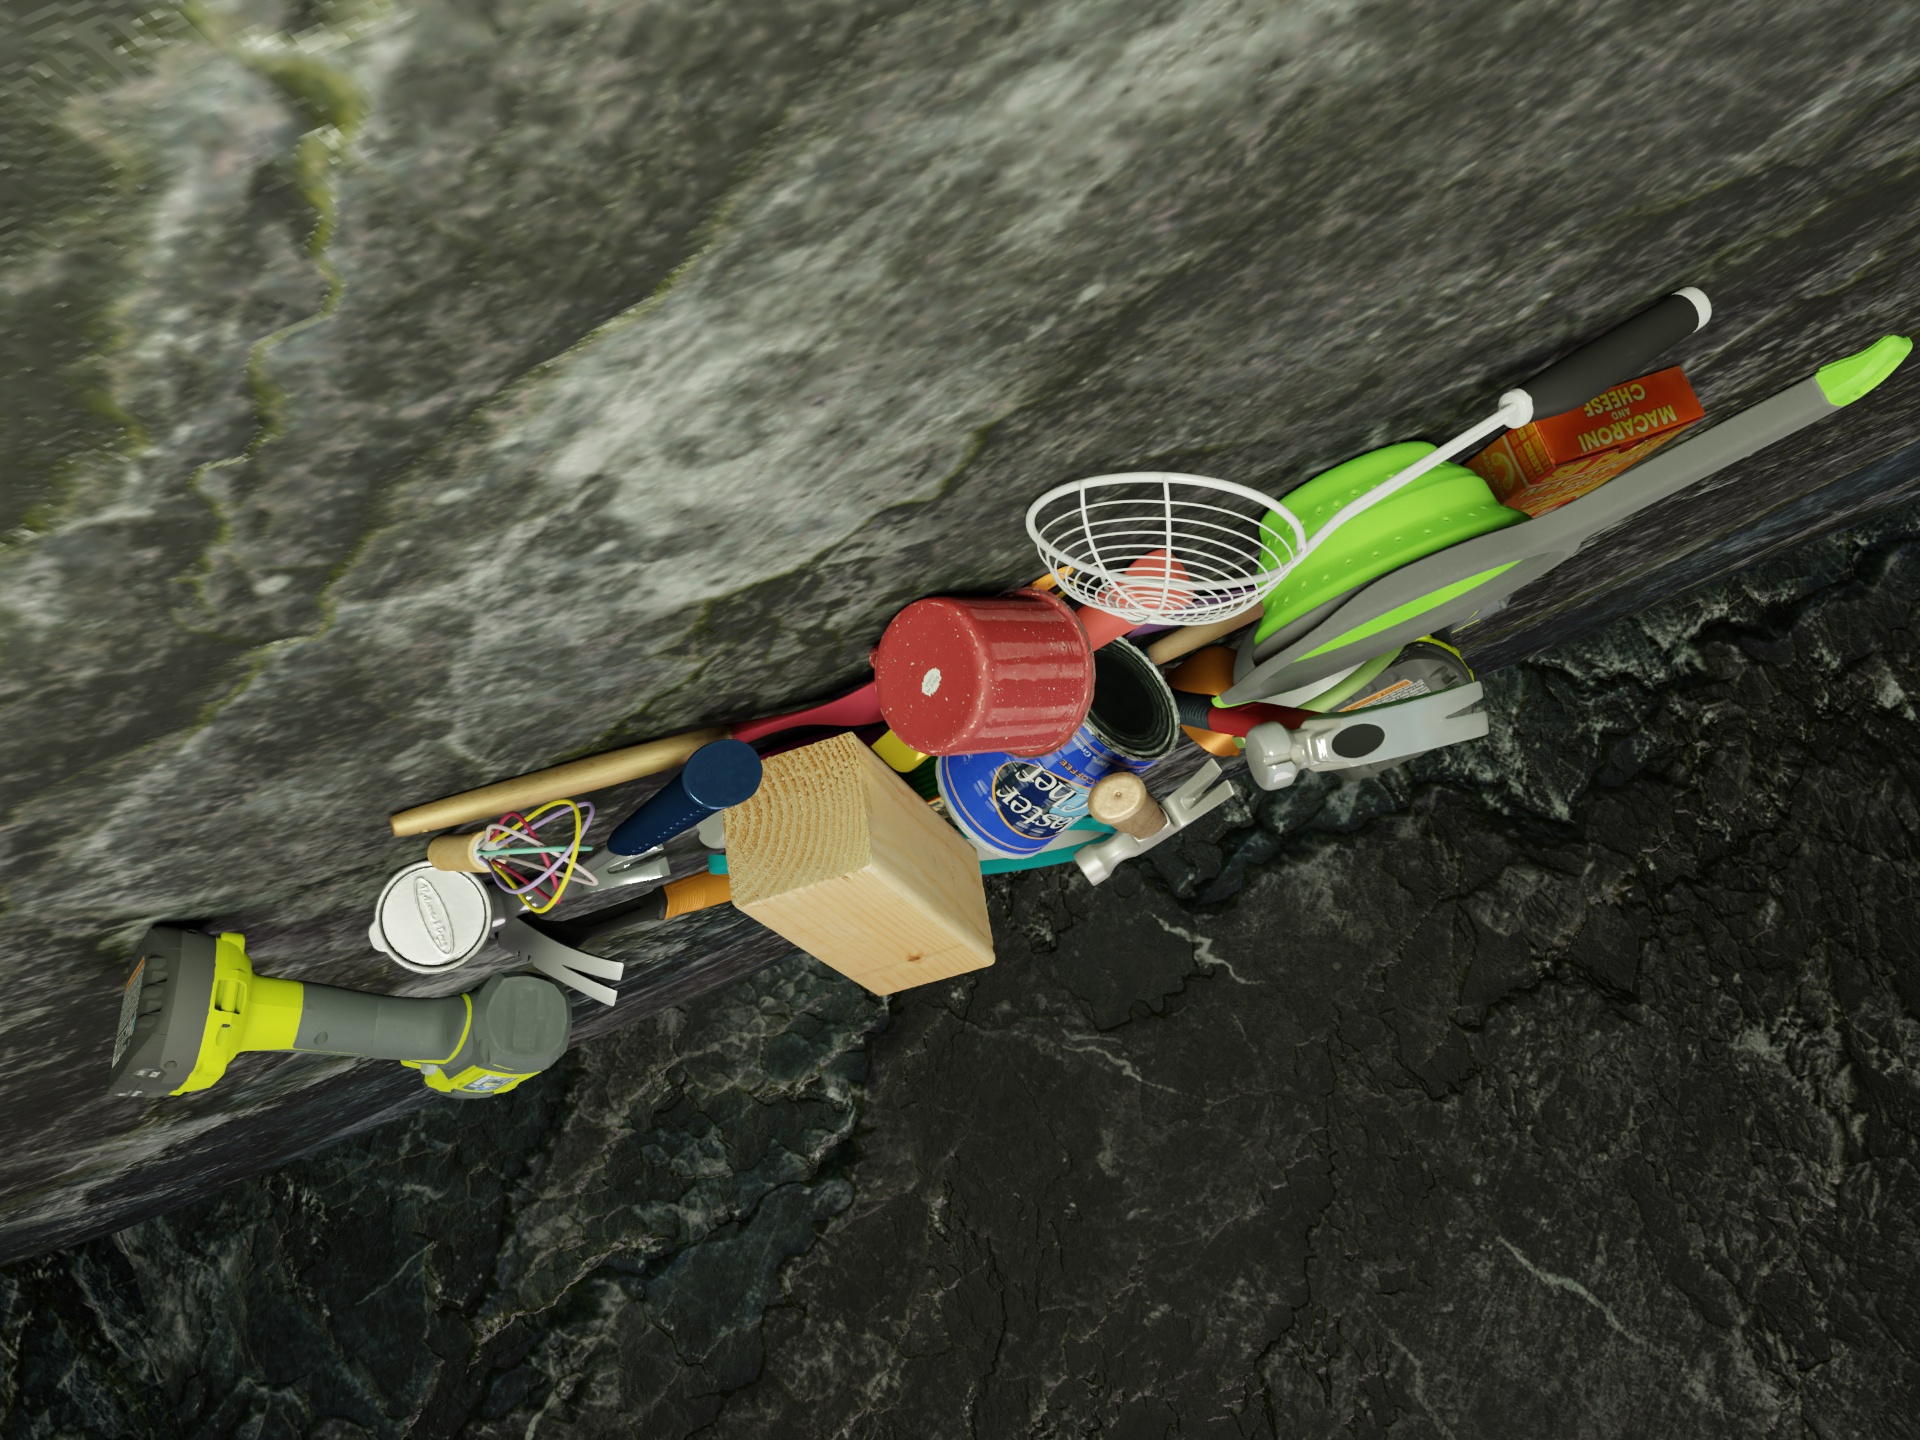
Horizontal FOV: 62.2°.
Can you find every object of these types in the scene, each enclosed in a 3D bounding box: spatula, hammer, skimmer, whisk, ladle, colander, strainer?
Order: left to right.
[{"bbox_3d":[-0.235,0.069,0.802,0.051,0.047,0.245,-15,-177,-31],"label":"whisk"},{"bbox_3d":[-0.199,0.072,0.961,0.144,0.035,0.405,-17,174,-29],"label":"hammer"},{"bbox_3d":[-0.152,0.014,0.874,0.315,0.031,0.069,-16,171,-23],"label":"ladle"},{"bbox_3d":[-0.217,0.143,1.267,0.127,0.034,0.337,23,-162,24],"label":"hammer"},{"bbox_3d":[-0.037,0.071,1.305,0.340,0.095,0.211,-4,166,-7],"label":"strainer"},{"bbox_3d":[-0.002,-0.003,1.010,0.359,0.037,0.149,-31,163,31],"label":"hammer"},{"bbox_3d":[0.122,0.063,1.078,0.130,0.031,0.331,-33,169,5],"label":"hammer"},{"bbox_3d":[0.161,-0.046,1.107,0.317,0.044,0.082,-28,177,39],"label":"spatula"},{"bbox_3d":[0.203,-0.005,1.084,0.143,0.038,0.386,-13,-174,-10],"label":"hammer"},{"bbox_3d":[0.259,-0.104,1.158,0.316,0.018,0.059,-16,170,-26],"label":"spatula"},{"bbox_3d":[0.304,-0.083,1.202,0.256,0.069,0.151,-32,-169,28],"label":"strainer"},{"bbox_3d":[0.205,-0.147,0.768,0.363,0.090,0.127,-30,170,-14],"label":"skimmer"},{"bbox_3d":[0.291,-0.128,0.862,0.204,0.094,0.397,-12,166,-46],"label":"colander"}]

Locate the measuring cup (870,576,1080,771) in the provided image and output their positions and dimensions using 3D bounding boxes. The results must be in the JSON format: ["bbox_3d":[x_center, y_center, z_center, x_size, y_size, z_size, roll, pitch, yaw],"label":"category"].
[{"bbox_3d":[0.015,-0.024,0.914,0.156,0.029,0.062,-39,-177,13],"label":"measuring cup"}]

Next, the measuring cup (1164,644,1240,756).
[{"bbox_3d":[0.237,-0.037,1.358,0.052,0.095,0.174,-40,-179,37],"label":"measuring cup"}]

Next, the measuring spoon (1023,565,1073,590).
[{"bbox_3d":[0.026,-0.059,0.902,0.021,0.011,0.117,-13,167,-43],"label":"measuring spoon"}]

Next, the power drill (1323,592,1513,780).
[{"bbox_3d":[0.349,-0.049,1.305,0.190,0.080,0.229,-29,-165,34],"label":"power drill"}]

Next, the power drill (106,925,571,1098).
[{"bbox_3d":[-0.359,0.181,0.919,0.223,0.080,0.171,13,154,-30],"label":"power drill"}]

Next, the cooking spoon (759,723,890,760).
[{"bbox_3d":[-0.035,0.007,1.113,0.319,0.017,0.068,-15,168,-32],"label":"cooking spoon"}]
